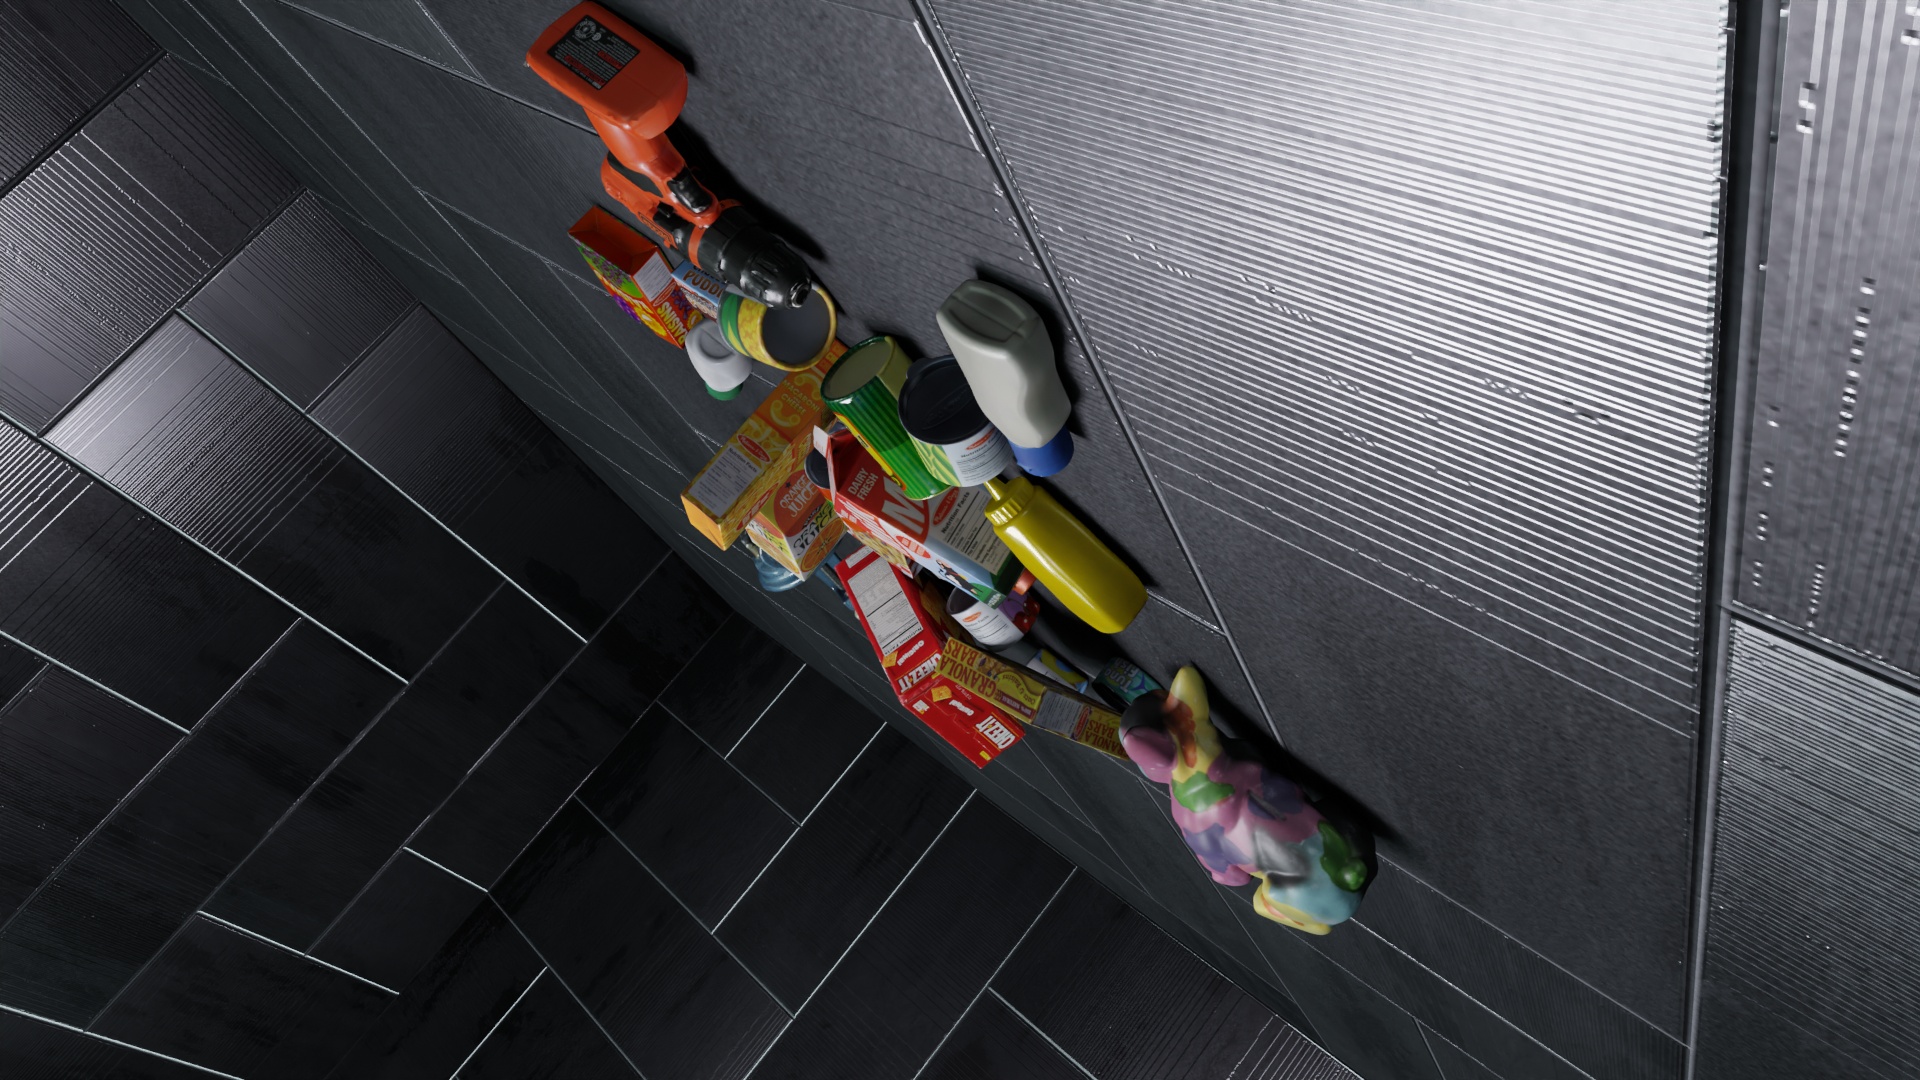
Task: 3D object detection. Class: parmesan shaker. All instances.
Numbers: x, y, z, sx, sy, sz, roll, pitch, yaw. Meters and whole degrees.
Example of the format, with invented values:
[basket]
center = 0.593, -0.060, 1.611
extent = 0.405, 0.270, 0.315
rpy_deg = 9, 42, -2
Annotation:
[parmesan shaker]
center = -0.043, -0.088, 0.978
extent = 0.103, 0.071, 0.071
rpy_deg = 49, 165, -32

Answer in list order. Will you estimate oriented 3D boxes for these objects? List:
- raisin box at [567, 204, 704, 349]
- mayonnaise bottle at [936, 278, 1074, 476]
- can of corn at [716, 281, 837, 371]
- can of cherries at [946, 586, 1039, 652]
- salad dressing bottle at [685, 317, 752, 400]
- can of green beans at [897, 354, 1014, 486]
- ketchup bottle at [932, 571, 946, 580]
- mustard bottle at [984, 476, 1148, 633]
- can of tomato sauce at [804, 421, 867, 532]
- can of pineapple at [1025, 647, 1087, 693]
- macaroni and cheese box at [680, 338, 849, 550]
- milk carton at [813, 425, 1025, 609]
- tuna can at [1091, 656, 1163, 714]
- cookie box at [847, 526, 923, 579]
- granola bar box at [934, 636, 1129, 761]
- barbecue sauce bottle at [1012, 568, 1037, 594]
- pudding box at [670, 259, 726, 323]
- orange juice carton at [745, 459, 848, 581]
[raisin box]
center = -0.290, -0.235, 1.252
extent = 0.086, 0.040, 0.123
rpy_deg = 34, 167, 22
[mayonnaise bottle]
center = 0.034, -0.088, 0.803
extent = 0.065, 0.041, 0.147
rpy_deg = 35, 168, 29
[can of corn]
center = -0.129, -0.155, 0.984
extent = 0.058, 0.071, 0.071
rpy_deg = 25, 161, 48
[can of cherries]
center = 0.032, 0.059, 1.282
extent = 0.058, 0.071, 0.071
rpy_deg = 44, 167, -19
[salad dressing bottle]
center = -0.223, -0.165, 1.293
extent = 0.064, 0.044, 0.147
rpy_deg = 38, 169, -1
[can of green beans]
center = -0.001, -0.076, 0.886
extent = 0.071, 0.071, 0.057
rpy_deg = 34, 167, 27
[ketchup bottle]
center = -0.009, 0.004, 1.249
extent = 0.065, 0.043, 0.148
rpy_deg = 41, 168, 8
[mustard bottle]
center = 0.065, 0.000, 1.001
extent = 0.160, 0.049, 0.065
rpy_deg = 44, 167, -16
[can of tomato sauce]
center = -0.094, -0.056, 1.240
extent = 0.071, 0.071, 0.082
rpy_deg = 33, 166, 31
[can of pineapple]
center = 0.090, 0.154, 1.436
extent = 0.058, 0.071, 0.070
rpy_deg = 37, 167, 15
[macaroni and cheese box]
center = -0.146, -0.074, 1.087
extent = 0.040, 0.167, 0.123
rpy_deg = 40, 168, 0
[milk carton]
center = -0.032, -0.030, 1.068
extent = 0.190, 0.073, 0.072
rpy_deg = 32, 167, 0
[tuna can]
center = 0.153, 0.136, 1.259
extent = 0.071, 0.033, 0.071
rpy_deg = 38, 168, 10
[cookie box]
center = -0.108, -0.042, 1.395
extent = 0.168, 0.040, 0.122
rpy_deg = 35, 167, 17
[granola bar box]
center = 0.070, 0.143, 1.276
extent = 0.124, 0.039, 0.165
rpy_deg = 25, 178, -33
[barbecue sauce bottle]
center = 0.004, -0.014, 1.145
extent = 0.148, 0.044, 0.064
rpy_deg = 39, 161, 2
[pudding box]
center = -0.188, -0.193, 1.117
extent = 0.084, 0.030, 0.049
rpy_deg = 34, 166, 24
[orange juice carton]
center = -0.165, -0.034, 1.322
extent = 0.073, 0.072, 0.192
rpy_deg = 36, 166, 12
